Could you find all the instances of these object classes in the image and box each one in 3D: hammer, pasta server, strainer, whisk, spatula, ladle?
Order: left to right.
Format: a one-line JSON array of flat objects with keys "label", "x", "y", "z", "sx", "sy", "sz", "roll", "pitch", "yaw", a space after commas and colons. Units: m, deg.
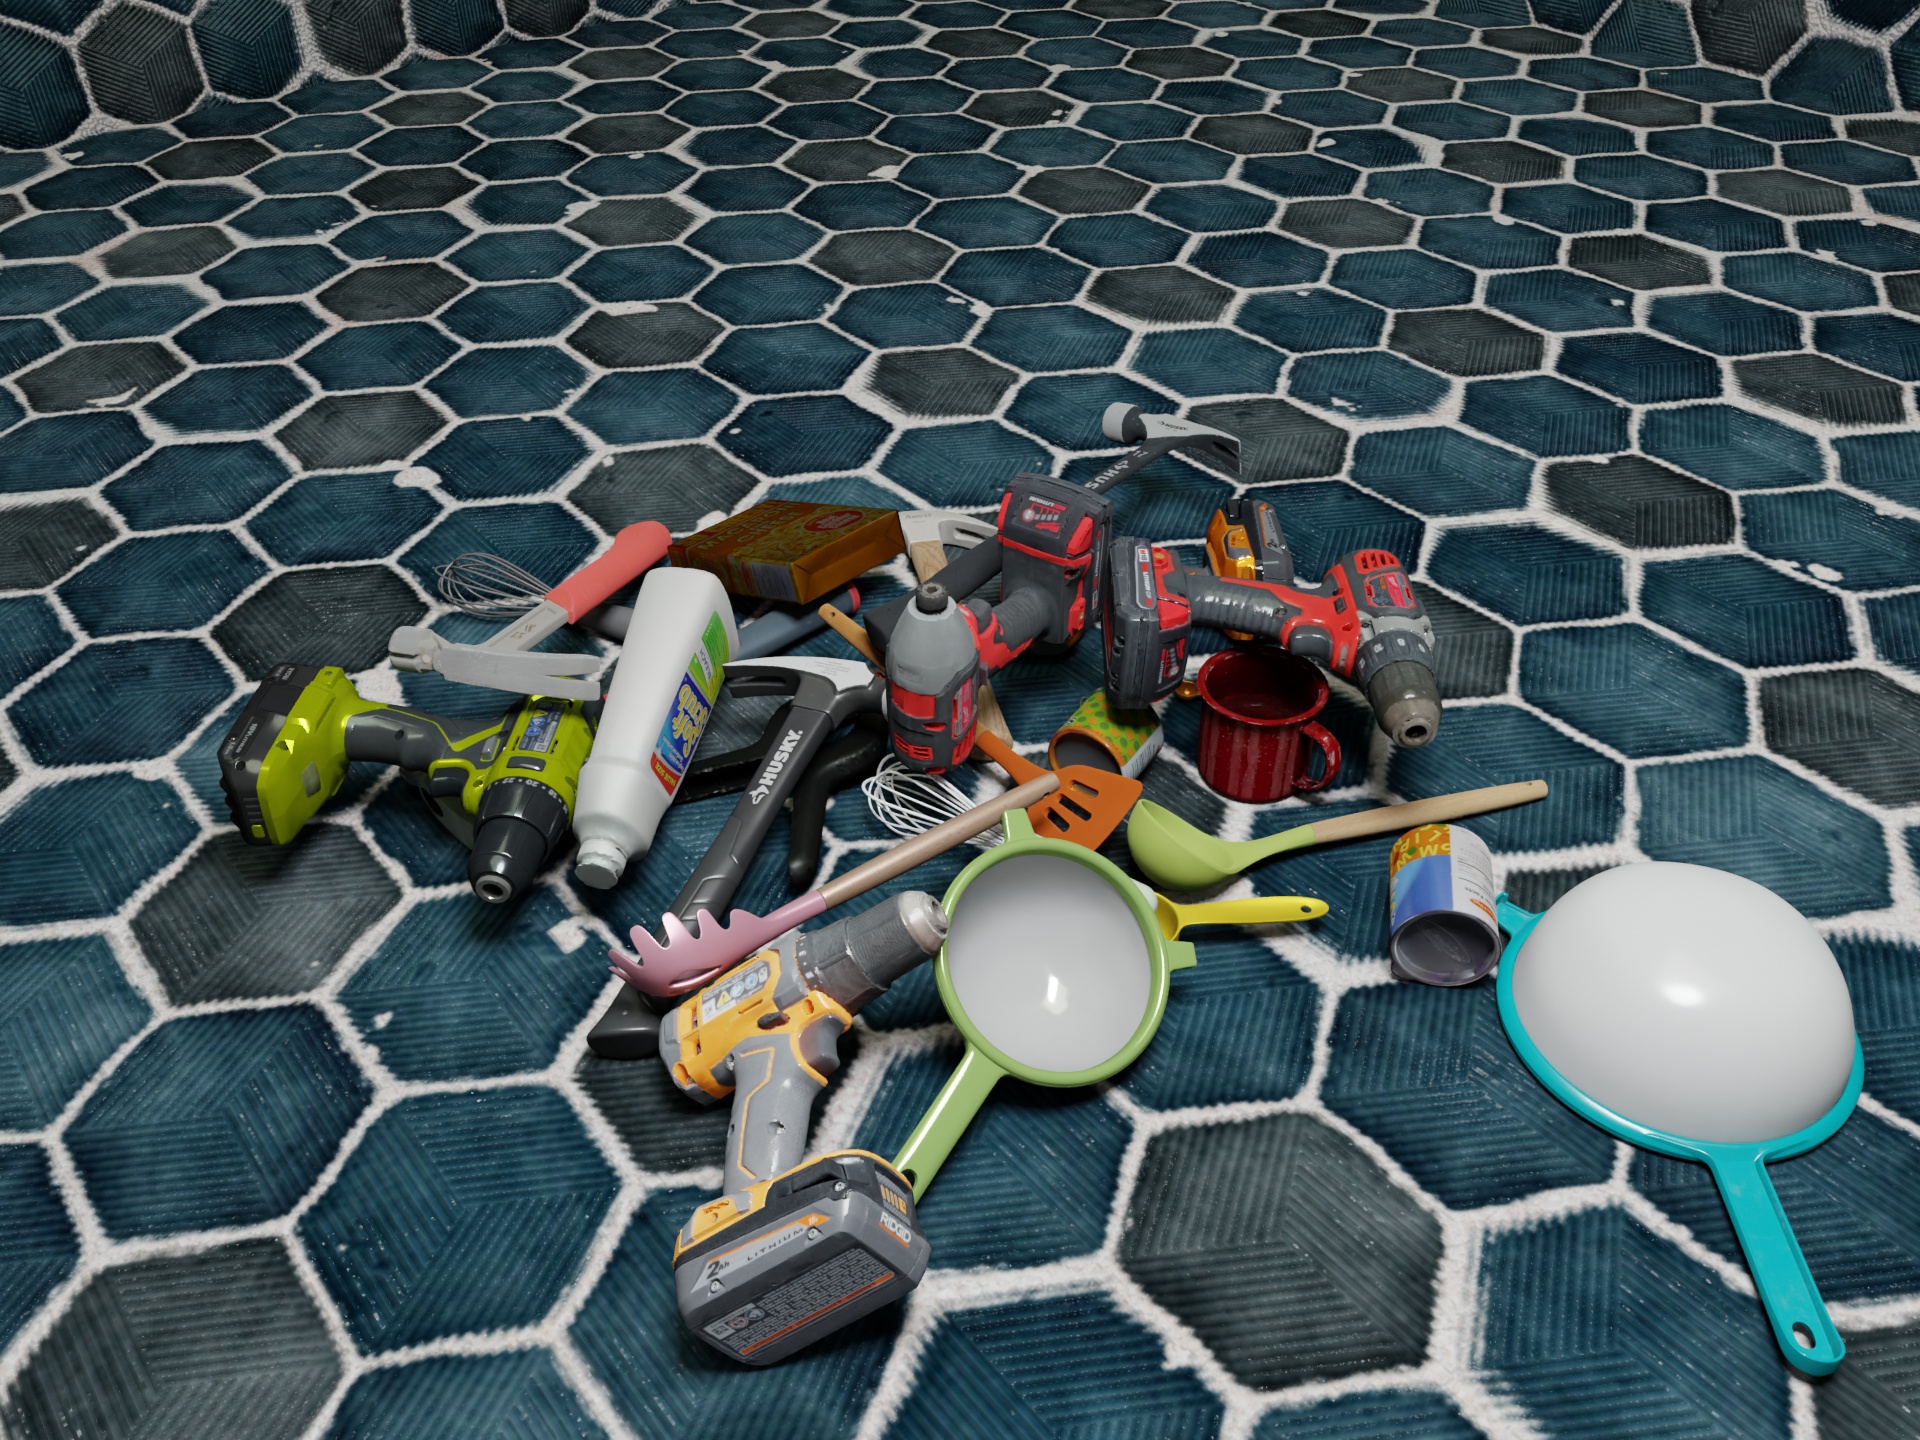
[{"label": "whisk", "x": -0.330, "y": -0.095, "z": 1.321, "sx": 0.239, "sy": 0.055, "sz": 0.055, "roll": 16, "pitch": 41, "yaw": 13}, {"label": "hammer", "x": -0.288, "y": -0.095, "z": 1.233, "sx": 0.149, "sy": 0.036, "sz": 0.359, "roll": 8, "pitch": 21, "yaw": 7}, {"label": "hammer", "x": -0.224, "y": -0.016, "z": 1.225, "sx": 0.386, "sy": 0.038, "sz": 0.143, "roll": -30, "pitch": 48, "yaw": -31}, {"label": "hammer", "x": -0.154, "y": 0.080, "z": 1.061, "sx": 0.146, "sy": 0.035, "sz": 0.335, "roll": 12, "pitch": 50, "yaw": 20}, {"label": "pasta server", "x": -0.069, "y": 0.095, "z": 0.999, "sx": 0.316, "sy": 0.060, "sz": 0.040, "roll": -25, "pitch": 64, "yaw": -26}, {"label": "hammer", "x": -0.006, "y": -0.080, "z": 1.305, "sx": 0.130, "sy": 0.031, "sz": 0.332, "roll": -8, "pitch": 39, "yaw": -8}, {"label": "spatula", "x": -0.002, "y": -0.004, "z": 1.159, "sx": 0.323, "sy": 0.041, "sz": 0.081, "roll": 39, "pitch": 84, "yaw": 31}, {"label": "strainer", "x": 0.018, "y": 0.189, "z": 0.945, "sx": 0.151, "sy": 0.069, "sz": 0.256, "roll": 38, "pitch": 63, "yaw": -1}, {"label": "whisk", "x": 0.029, "y": 0.080, "z": 1.069, "sx": 0.246, "sy": 0.057, "sz": 0.059, "roll": 23, "pitch": 21, "yaw": 35}, {"label": "hammer", "x": 0.071, "y": -0.159, "z": 1.292, "sx": 0.149, "sy": 0.036, "sz": 0.409, "roll": 21, "pitch": 44, "yaw": 37}, {"label": "ladle", "x": 0.266, "y": 0.064, "z": 1.098, "sx": 0.320, "sy": 0.062, "sz": 0.078, "roll": -9, "pitch": 27, "yaw": -14}, {"label": "strainer", "x": 0.434, "y": 0.190, "z": 0.900, "sx": 0.211, "sy": 0.095, "sz": 0.341, "roll": 1, "pitch": 37, "yaw": 3}]

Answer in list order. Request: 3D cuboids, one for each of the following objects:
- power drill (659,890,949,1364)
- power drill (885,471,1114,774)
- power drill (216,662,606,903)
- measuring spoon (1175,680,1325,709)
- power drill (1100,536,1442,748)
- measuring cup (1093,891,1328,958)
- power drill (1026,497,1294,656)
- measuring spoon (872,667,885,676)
[{"label": "power drill", "x": -0.075, "y": 0.204, "z": 0.862, "sx": 0.185, "sy": 0.084, "sz": 0.226, "roll": -32, "pitch": 37, "yaw": 13}, {"label": "power drill", "x": 0.022, "y": -0.076, "z": 1.107, "sx": 0.079, "sy": 0.143, "sz": 0.220, "roll": 21, "pitch": 46, "yaw": 23}, {"label": "power drill", "x": -0.367, "y": 0.039, "z": 1.072, "sx": 0.228, "sy": 0.080, "sz": 0.191, "roll": 6, "pitch": 40, "yaw": 1}, {"label": "measuring spoon", "x": 0.224, "y": -0.016, "z": 1.237, "sx": 0.117, "sy": 0.011, "sz": 0.021, "roll": 7, "pitch": 40, "yaw": 4}, {"label": "power drill", "x": 0.216, "y": -0.052, "z": 1.098, "sx": 0.226, "sy": 0.080, "sz": 0.188, "roll": 2, "pitch": 39, "yaw": 0}, {"label": "measuring cup", "x": 0.162, "y": 0.135, "z": 1.034, "sx": 0.156, "sy": 0.029, "sz": 0.062, "roll": -3, "pitch": 38, "yaw": -7}, {"label": "power drill", "x": 0.151, "y": -0.127, "z": 1.323, "sx": 0.226, "sy": 0.084, "sz": 0.164, "roll": -4, "pitch": 37, "yaw": 2}, {"label": "measuring spoon", "x": -0.063, "y": -0.041, "z": 1.241, "sx": 0.124, "sy": 0.018, "sz": 0.034, "roll": -25, "pitch": 43, "yaw": -2}]
